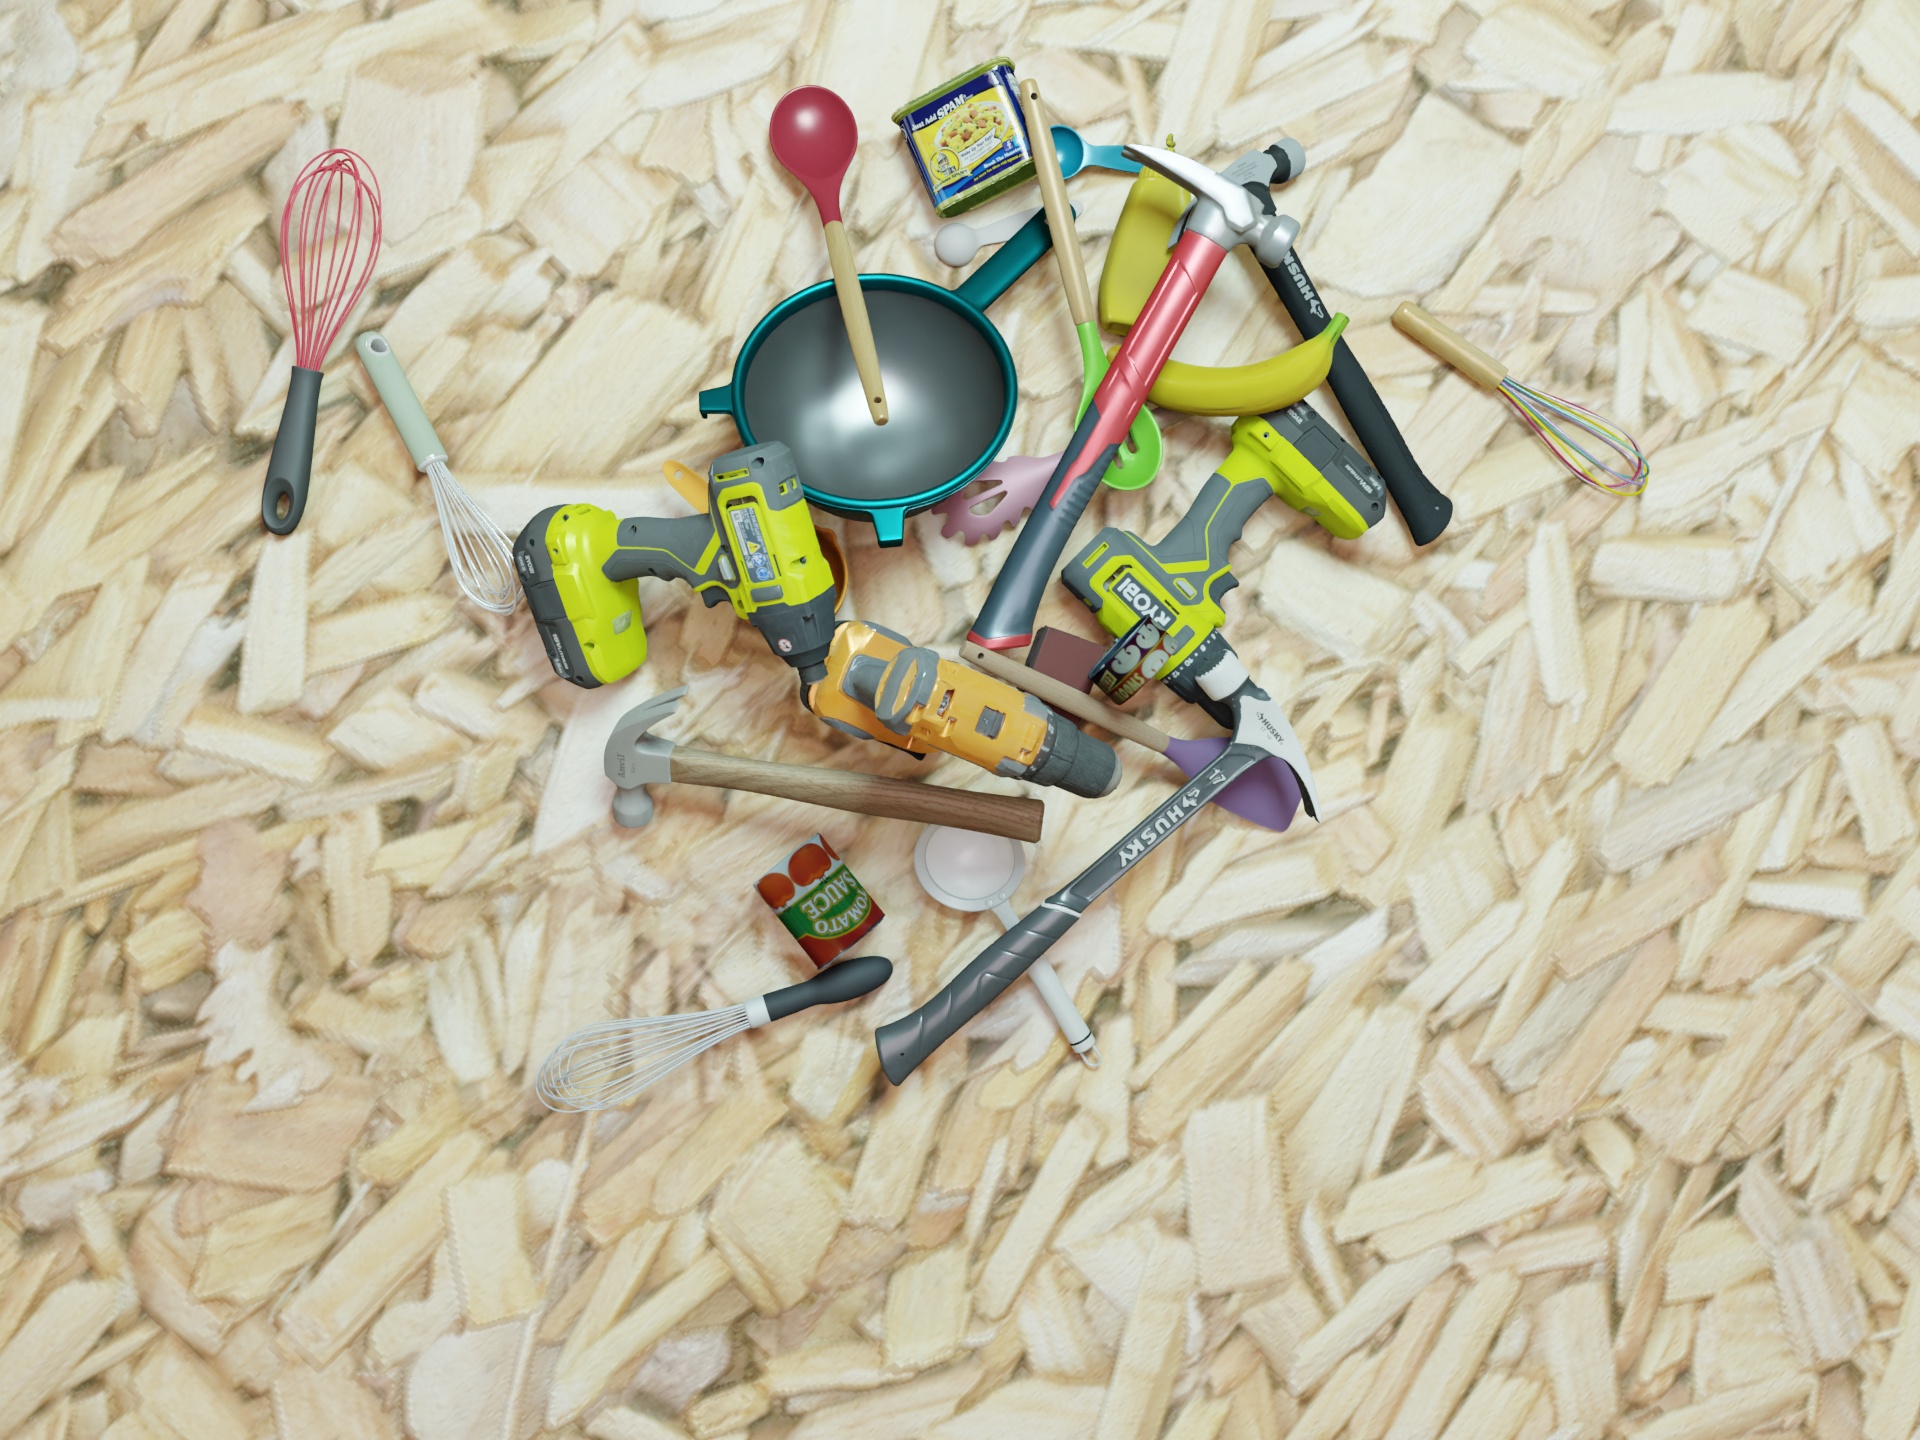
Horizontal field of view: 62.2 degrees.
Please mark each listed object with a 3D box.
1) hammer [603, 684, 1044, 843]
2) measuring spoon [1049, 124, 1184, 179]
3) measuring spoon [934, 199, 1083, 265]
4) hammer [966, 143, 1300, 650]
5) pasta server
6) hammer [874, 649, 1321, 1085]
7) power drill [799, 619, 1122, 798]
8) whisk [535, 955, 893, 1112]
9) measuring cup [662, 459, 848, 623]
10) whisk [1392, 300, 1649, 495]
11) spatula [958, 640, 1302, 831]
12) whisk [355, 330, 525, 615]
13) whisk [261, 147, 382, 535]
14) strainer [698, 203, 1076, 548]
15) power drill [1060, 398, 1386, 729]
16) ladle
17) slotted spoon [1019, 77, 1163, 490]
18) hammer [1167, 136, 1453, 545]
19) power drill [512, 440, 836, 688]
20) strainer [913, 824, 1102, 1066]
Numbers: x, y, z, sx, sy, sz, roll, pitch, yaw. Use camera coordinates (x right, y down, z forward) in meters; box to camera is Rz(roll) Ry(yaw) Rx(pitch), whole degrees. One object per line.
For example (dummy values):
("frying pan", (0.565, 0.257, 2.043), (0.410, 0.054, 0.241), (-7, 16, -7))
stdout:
("hammer", (-0.102, 0.048, 1.182), (0.331, 0.031, 0.130), (9, 131, 4))
("measuring spoon", (0.119, -0.448, 1.270), (0.128, 0.021, 0.042), (1, 97, -12))
("measuring spoon", (0.040, -0.392, 1.260), (0.124, 0.018, 0.034), (-18, 90, -4))
("hammer", (0.095, -0.230, 1.185), (0.143, 0.038, 0.386), (29, 96, -1))
("pasta server", (0.125, -0.224, 1.261), (0.316, 0.040, 0.060), (-25, 91, -7))
("hammer", (0.095, 0.133, 1.207), (0.409, 0.036, 0.149), (-41, 101, 1))
("power drill", (-0.002, -0.004, 1.147), (0.185, 0.226, 0.084), (23, 88, -26))
("whisk", (-0.187, 0.234, 1.222), (0.284, 0.070, 0.070), (-18, 90, -9))
("measuring cup", (-0.161, -0.137, 1.229), (0.173, 0.052, 0.095), (42, 87, 0))
("whisk", (0.448, -0.257, 1.270), (0.245, 0.051, 0.047), (35, 93, 1))
("spatula", (0.136, 0.006, 1.219), (0.315, 0.018, 0.060), (24, 87, -20))
("whisk", (-0.402, -0.190, 1.222), (0.058, 0.059, 0.246), (-26, 86, -40))
("whisk", (-0.495, -0.287, 1.212), (0.073, 0.073, 0.296), (12, 95, -3))
("strainer", (-0.024, -0.271, 1.226), (0.211, 0.095, 0.340), (37, 69, 15))
("power drill", (0.218, -0.123, 1.238), (0.190, 0.080, 0.228), (45, 90, -1))
("ladle", (-0.089, -0.352, 1.195), (0.069, 0.031, 0.316), (-12, 66, -4))
("slotted spoon", (0.090, -0.327, 1.207), (0.070, 0.031, 0.313), (-17, 98, -15))
("hammer", (0.289, -0.286, 1.249), (0.146, 0.035, 0.334), (-34, 96, -28))
("power drill", (-0.201, -0.097, 1.155), (0.223, 0.080, 0.171), (-7, 109, 26))
("strainer", (0.042, 0.163, 1.241), (0.087, 0.050, 0.258), (-29, 97, 15))
